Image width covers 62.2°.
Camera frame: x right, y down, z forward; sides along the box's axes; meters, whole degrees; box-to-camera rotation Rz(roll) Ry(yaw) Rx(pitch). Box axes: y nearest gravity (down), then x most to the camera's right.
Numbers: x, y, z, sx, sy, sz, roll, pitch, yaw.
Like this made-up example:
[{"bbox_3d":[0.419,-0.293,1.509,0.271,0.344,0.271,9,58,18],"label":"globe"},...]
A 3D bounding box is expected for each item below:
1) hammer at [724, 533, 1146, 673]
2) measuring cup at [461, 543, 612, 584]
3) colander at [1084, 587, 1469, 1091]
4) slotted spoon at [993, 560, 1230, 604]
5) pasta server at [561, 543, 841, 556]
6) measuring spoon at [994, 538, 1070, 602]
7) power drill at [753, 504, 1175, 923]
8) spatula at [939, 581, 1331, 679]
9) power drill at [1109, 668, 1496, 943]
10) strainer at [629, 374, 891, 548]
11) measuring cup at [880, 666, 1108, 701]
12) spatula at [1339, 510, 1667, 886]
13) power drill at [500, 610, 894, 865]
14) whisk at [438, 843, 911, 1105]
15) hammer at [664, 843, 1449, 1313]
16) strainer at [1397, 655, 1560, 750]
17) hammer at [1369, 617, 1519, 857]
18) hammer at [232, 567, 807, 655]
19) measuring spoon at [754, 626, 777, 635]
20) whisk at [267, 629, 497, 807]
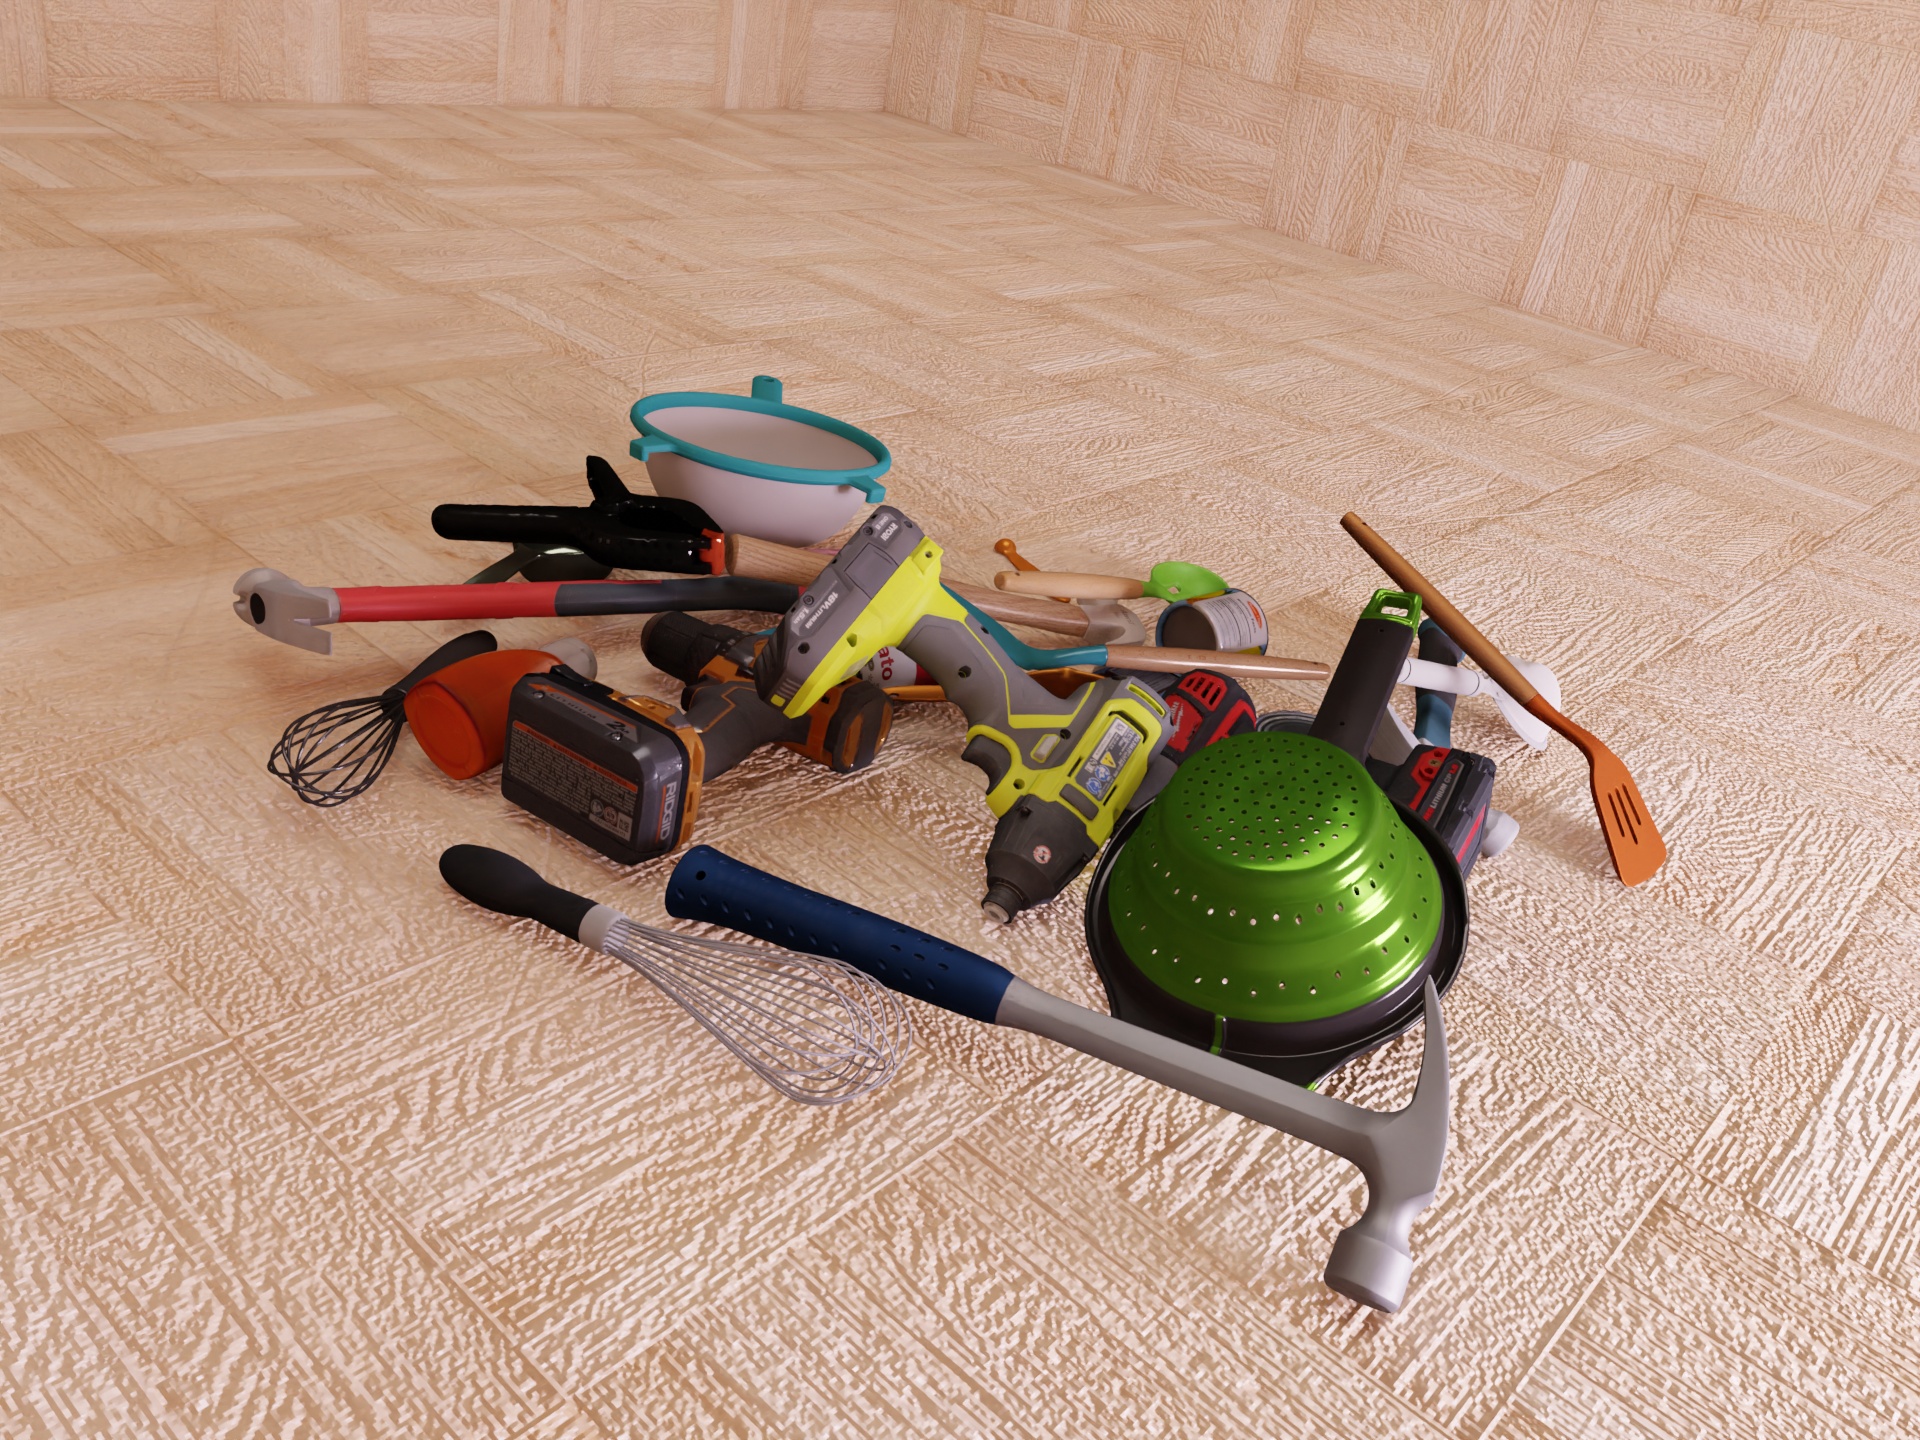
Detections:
[{"bbox_3d":[-0.011,-0.091,1.180,0.331,0.031,0.130,9,28,-22],"label":"hammer"},{"bbox_3d":[-0.313,-0.104,1.148,0.083,0.038,0.168,20,38,19],"label":"measuring cup"},{"bbox_3d":[0.197,0.020,0.888,0.204,0.094,0.397,12,46,24],"label":"colander"},{"bbox_3d":[0.120,-0.103,1.230,0.070,0.031,0.313,44,26,27],"label":"slotted spoon"},{"bbox_3d":[-0.207,-0.125,1.232,0.316,0.040,0.060,6,28,0],"label":"pasta server"},{"bbox_3d":[0.061,-0.128,1.341,0.021,0.011,0.117,-6,32,-28],"label":"measuring spoon"},{"bbox_3d":[-0.001,-0.003,0.922,0.223,0.080,0.171,39,60,-3],"label":"power drill"},{"bbox_3d":[0.128,-0.053,1.125,0.317,0.044,0.082,3,28,-21],"label":"spatula"},{"bbox_3d":[0.201,0.051,0.980,0.220,0.078,0.143,20,48,27],"label":"power drill"},{"bbox_3d":[-0.173,-0.218,1.349,0.211,0.095,0.341,9,22,-10],"label":"strainer"},{"bbox_3d":[0.028,0.005,1.047,0.173,0.052,0.095,2,26,-1],"label":"measuring cup"},{"bbox_3d":[0.372,-0.025,1.103,0.081,0.041,0.323,-18,61,-46],"label":"spatula"},{"bbox_3d":[-0.174,-0.006,0.968,0.185,0.084,0.226,25,27,25],"label":"power drill"},{"bbox_3d":[-0.149,0.114,0.783,0.285,0.070,0.070,19,29,25],"label":"whisk"},{"bbox_3d":[0.035,0.135,0.773,0.406,0.035,0.144,17,68,23],"label":"hammer"},{"bbox_3d":[0.376,-0.026,1.155,0.258,0.050,0.087,7,56,-42],"label":"strainer"},{"bbox_3d":[0.353,-0.012,1.180,0.128,0.033,0.331,39,27,1],"label":"hammer"},{"bbox_3d":[-0.261,-0.079,1.059,0.386,0.038,0.143,-6,14,-39],"label":"hammer"},{"bbox_3d":[-0.138,-0.050,1.132,0.128,0.021,0.042,-21,41,-30],"label":"measuring spoon"},{"bbox_3d":[-0.334,-0.011,0.953,0.055,0.055,0.239,13,24,5],"label":"whisk"}]
